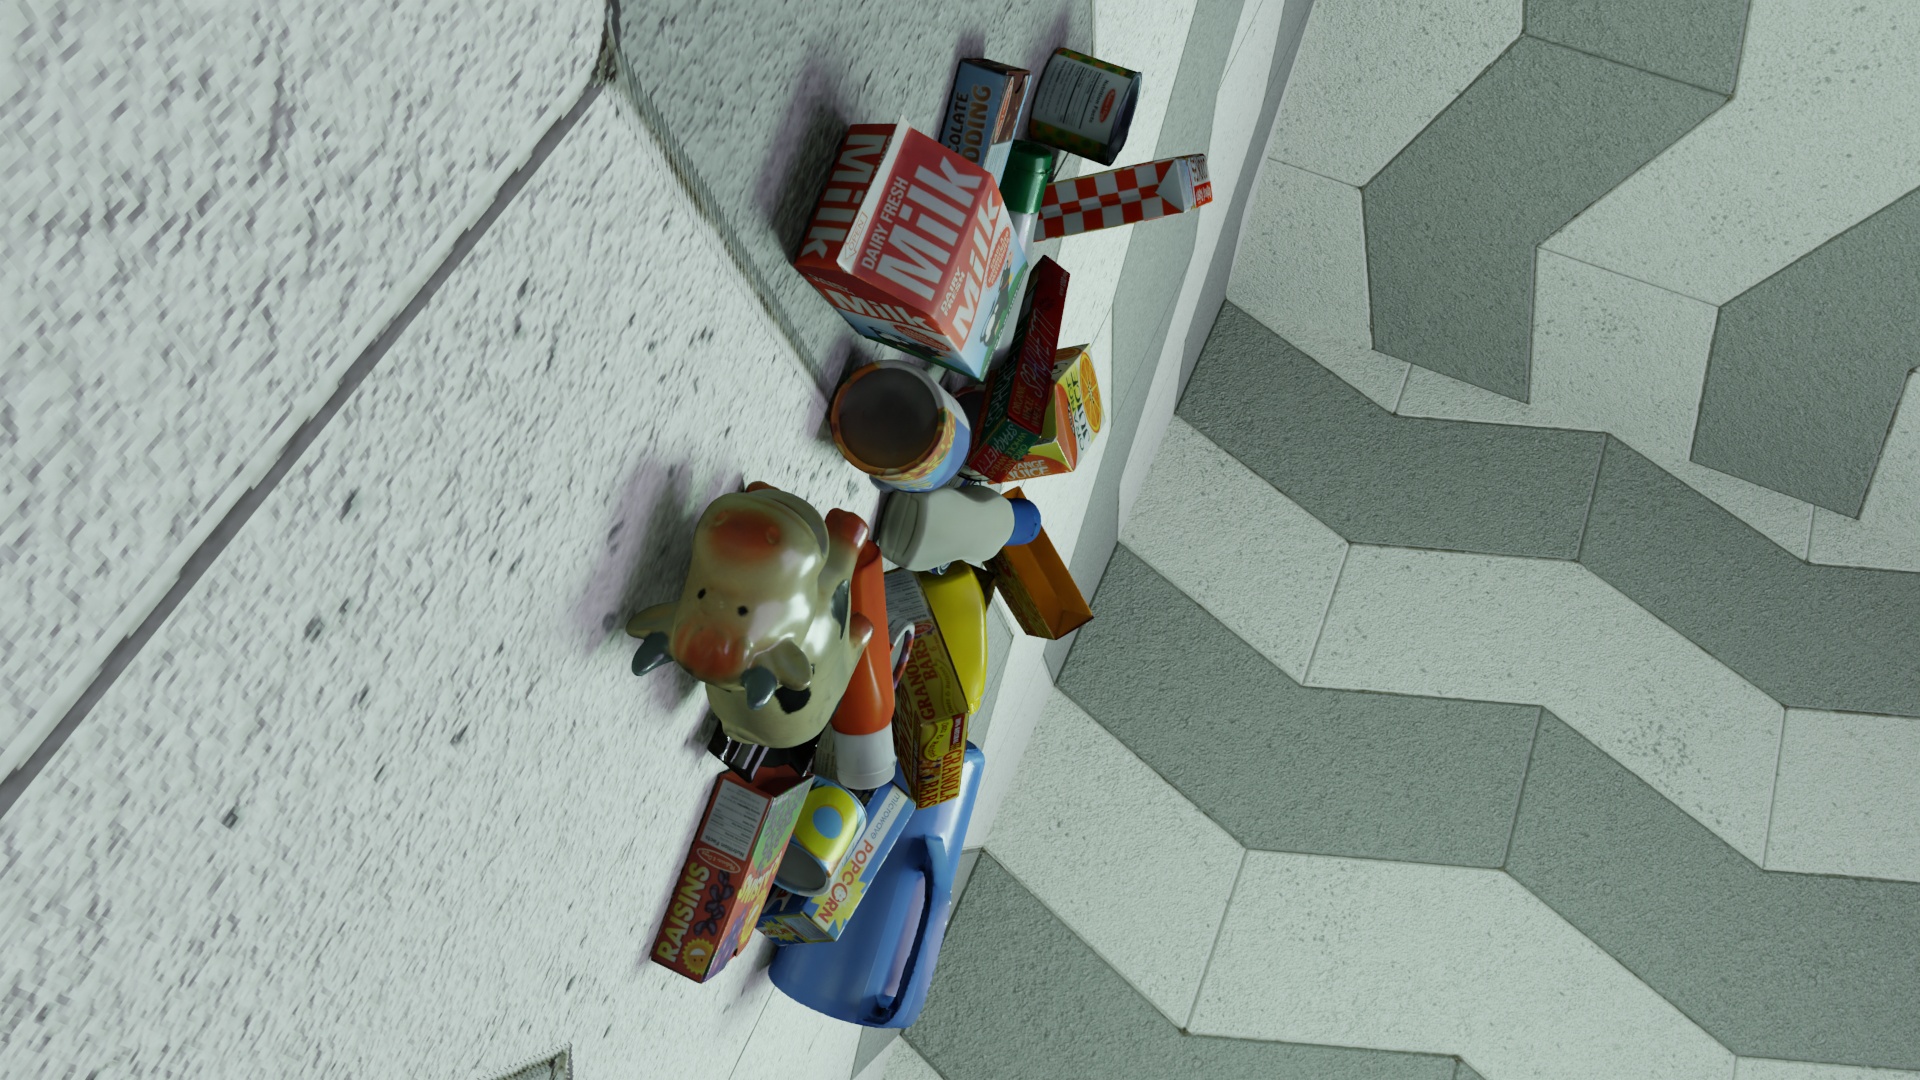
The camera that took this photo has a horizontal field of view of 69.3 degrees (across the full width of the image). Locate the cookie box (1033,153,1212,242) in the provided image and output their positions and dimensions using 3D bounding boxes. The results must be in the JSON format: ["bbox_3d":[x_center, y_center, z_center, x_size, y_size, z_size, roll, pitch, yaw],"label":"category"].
[{"bbox_3d":[0.109,-0.247,0.997,0.168,0.123,0.040,-44,124,-67],"label":"cookie box"}]

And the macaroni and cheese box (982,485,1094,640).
[{"bbox_3d":[0.052,0.021,1.182,0.040,0.123,0.166,-29,180,-6],"label":"macaroni and cheese box"}]

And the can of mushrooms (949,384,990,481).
[{"bbox_3d":[0.016,-0.079,1.009,0.033,0.071,0.071,53,59,-76],"label":"can of mushrooms"}]

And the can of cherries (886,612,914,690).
[{"bbox_3d":[-0.070,0.076,0.915,0.071,0.058,0.071,19,92,-80],"label":"can of cherries"}]

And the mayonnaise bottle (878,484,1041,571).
[{"bbox_3d":[0.004,-0.013,1.014,0.148,0.041,0.064,-2,113,-53],"label":"mayonnaise bottle"}]

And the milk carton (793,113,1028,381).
[{"bbox_3d":[-0.023,-0.139,0.671,0.190,0.073,0.072,32,79,-80],"label":"milk carton"}]

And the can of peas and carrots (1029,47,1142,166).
[{"bbox_3d":[0.087,-0.298,0.958,0.071,0.059,0.071,19,92,-81],"label":"can of peas and carrots"}]

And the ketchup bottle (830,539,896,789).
[{"bbox_3d":[-0.063,0.077,0.847,0.065,0.043,0.148,-81,167,-73],"label":"ketchup bottle"}]

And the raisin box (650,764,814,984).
[{"bbox_3d":[-0.140,0.202,0.865,0.086,0.040,0.123,4,109,-80],"label":"raisin box"}]

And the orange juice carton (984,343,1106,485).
[{"bbox_3d":[0.060,-0.099,1.113,0.193,0.072,0.072,-52,131,-65],"label":"orange juice carton"}]

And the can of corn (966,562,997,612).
[{"bbox_3d":[-0.006,0.048,1.190,0.071,0.058,0.071,19,92,-80],"label":"can of corn"}]

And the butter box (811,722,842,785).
[{"bbox_3d":[-0.089,0.143,1.054,0.053,0.024,0.103,-57,165,-46],"label":"butter box"}]

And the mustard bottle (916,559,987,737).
[{"bbox_3d":[-0.009,0.094,1.136,0.049,0.065,0.159,-126,-153,-62],"label":"mustard bottle"}]

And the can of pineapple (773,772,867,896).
[{"bbox_3d":[-0.108,0.204,0.970,0.070,0.071,0.058,102,14,-45],"label":"can of pineapple"}]

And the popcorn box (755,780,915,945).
[{"bbox_3d":[-0.096,0.240,1.041,0.085,0.038,0.127,-23,-154,49],"label":"popcorn box"}]

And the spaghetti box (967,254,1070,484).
[{"bbox_3d":[0.044,-0.128,0.985,0.050,0.028,0.251,-49,-164,33],"label":"spaghetti box"}]

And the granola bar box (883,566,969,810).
[{"bbox_3d":[-0.033,0.112,1.033,0.164,0.039,0.124,95,-23,-59],"label":"granola bar box"}]

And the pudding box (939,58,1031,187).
[{"bbox_3d":[0.010,-0.227,0.783,0.050,0.030,0.083,-45,154,-64],"label":"pudding box"}]

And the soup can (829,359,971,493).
[{"bbox_3d":[-0.035,-0.062,0.794,0.084,0.071,0.071,23,89,-79],"label":"soup can"}]

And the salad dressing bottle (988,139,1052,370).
[{"bbox_3d":[0.025,-0.187,0.914,0.064,0.044,0.147,-50,159,-59],"label":"salad dressing bottle"}]
